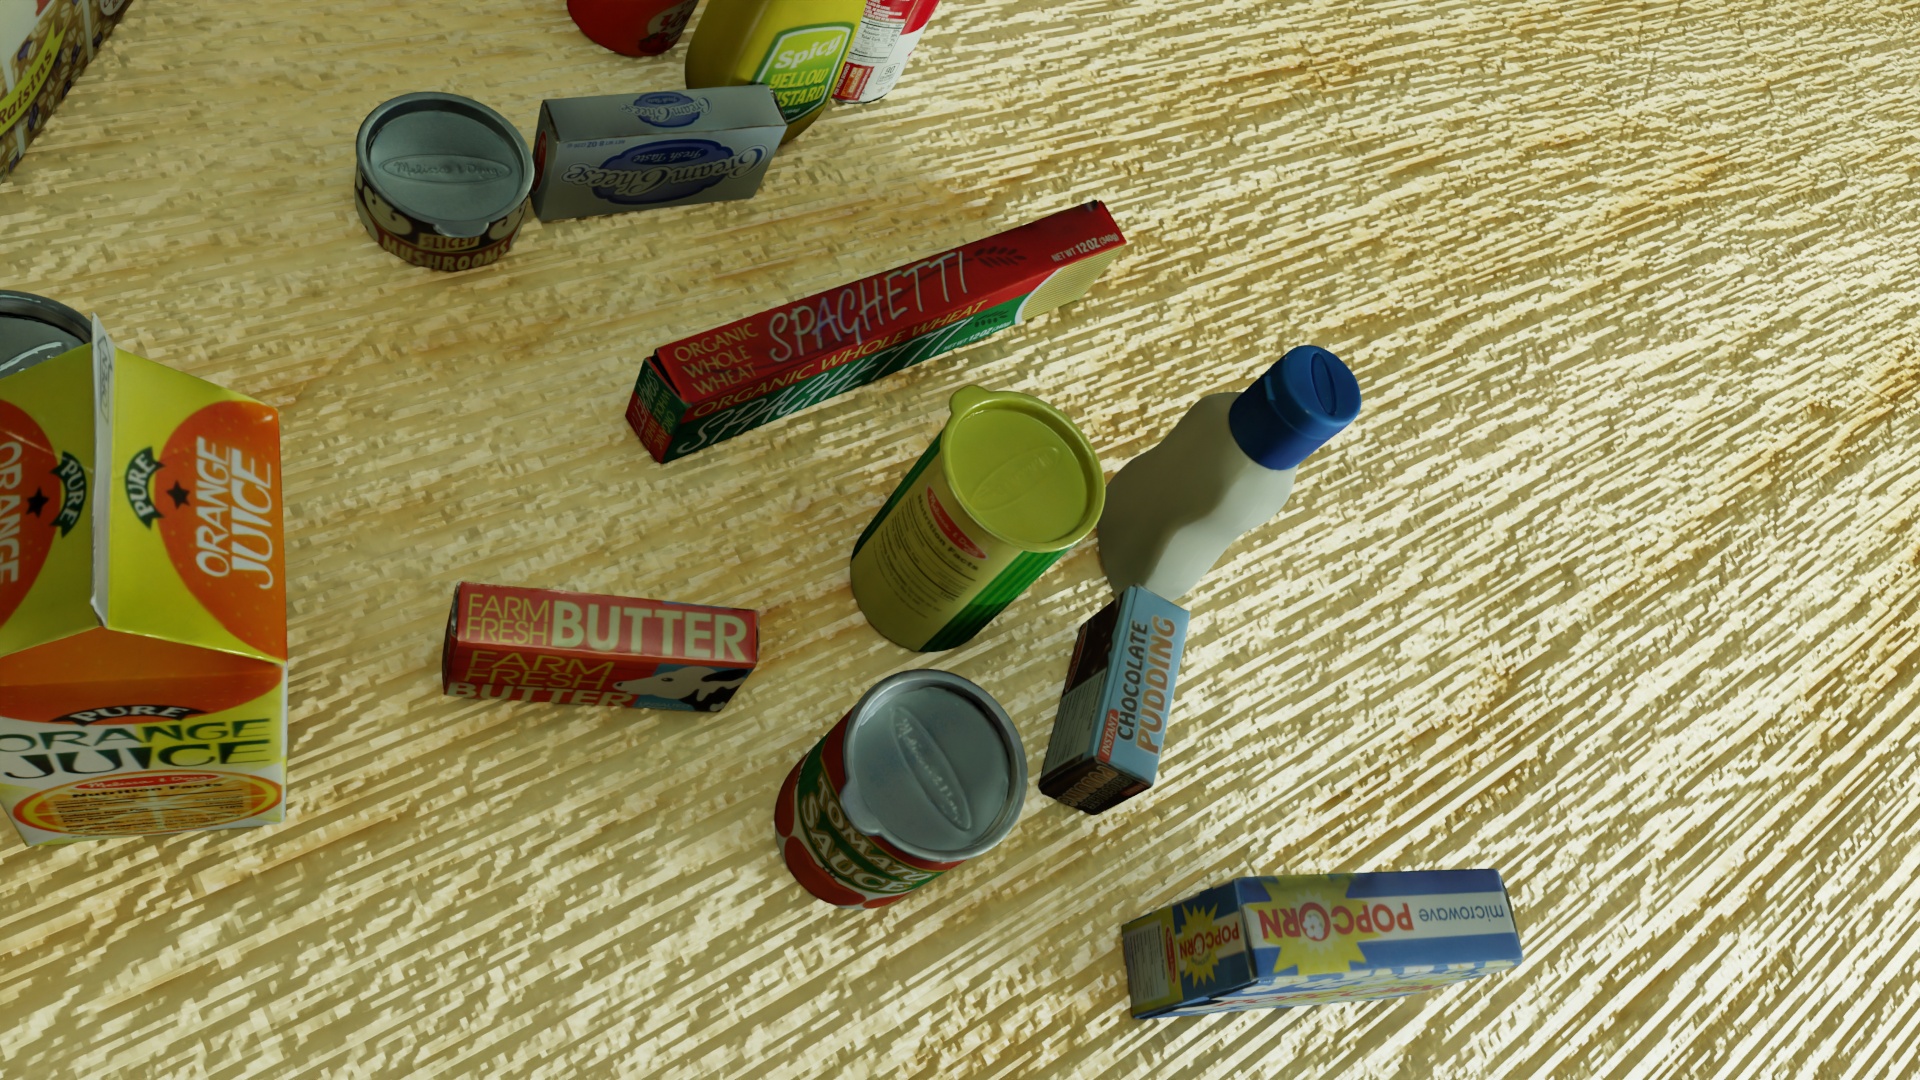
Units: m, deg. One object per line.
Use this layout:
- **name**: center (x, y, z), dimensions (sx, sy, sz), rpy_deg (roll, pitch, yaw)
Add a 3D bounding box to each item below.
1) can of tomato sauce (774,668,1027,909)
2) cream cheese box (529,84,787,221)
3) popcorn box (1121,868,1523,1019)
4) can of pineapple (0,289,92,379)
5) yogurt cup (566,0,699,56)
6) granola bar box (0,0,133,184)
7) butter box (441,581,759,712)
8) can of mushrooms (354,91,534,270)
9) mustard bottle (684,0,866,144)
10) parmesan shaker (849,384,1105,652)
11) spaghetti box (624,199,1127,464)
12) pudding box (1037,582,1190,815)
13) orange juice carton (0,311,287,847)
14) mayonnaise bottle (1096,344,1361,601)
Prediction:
- **can of tomato sauce**: center (-0.025, 0.092, 0.494), dimensions (0.071, 0.082, 0.071), rpy_deg (11, 60, -20)
- **cream cheese box**: center (-0.131, -0.167, 0.597), dimensions (0.104, 0.053, 0.024), rpy_deg (-16, 73, -31)
- **popcorn box**: center (0.138, 0.156, 0.537), dimensions (0.127, 0.085, 0.038), rpy_deg (4, 63, -24)
- **can of pineapple**: center (-0.302, -0.035, 0.442), dimensions (0.071, 0.057, 0.071), rpy_deg (11, 60, -20)
- **yogurt cup**: center (-0.149, -0.261, 0.637), dimensions (0.072, 0.053, 0.073), rpy_deg (11, 60, -20)
- **granola bar box**: center (-0.333, -0.194, 0.470), dimensions (0.039, 0.123, 0.166), rpy_deg (20, 58, -16)
- **butter box**: center (-0.127, 0.039, 0.490), dimensions (0.103, 0.053, 0.024), rpy_deg (7, 62, -23)
- **can of mushrooms**: center (-0.208, -0.142, 0.559), dimensions (0.071, 0.033, 0.071), rpy_deg (11, 60, -20)
- **mustard bottle**: center (-0.072, -0.235, 0.596), dimensions (0.065, 0.159, 0.049), rpy_deg (-21, 75, -33)
- **parmesan shaker**: center (0.002, -0.007, 0.546), dimensions (0.071, 0.102, 0.071), rpy_deg (11, 60, -20)
- **spaghetti box**: center (-0.029, -0.096, 0.611), dimensions (0.251, 0.050, 0.029), rpy_deg (-27, 78, -34)
- **pudding box**: center (0.064, 0.065, 0.571), dimensions (0.030, 0.049, 0.084), rpy_deg (26, 56, -12)
- **orange juice carton**: center (-0.220, 0.021, 0.370), dimensions (0.073, 0.191, 0.072), rpy_deg (-1, 66, -26)
- **mayonnaise bottle**: center (0.108, -0.028, 0.581), dimensions (0.041, 0.147, 0.065), rpy_deg (8, 62, -22)
